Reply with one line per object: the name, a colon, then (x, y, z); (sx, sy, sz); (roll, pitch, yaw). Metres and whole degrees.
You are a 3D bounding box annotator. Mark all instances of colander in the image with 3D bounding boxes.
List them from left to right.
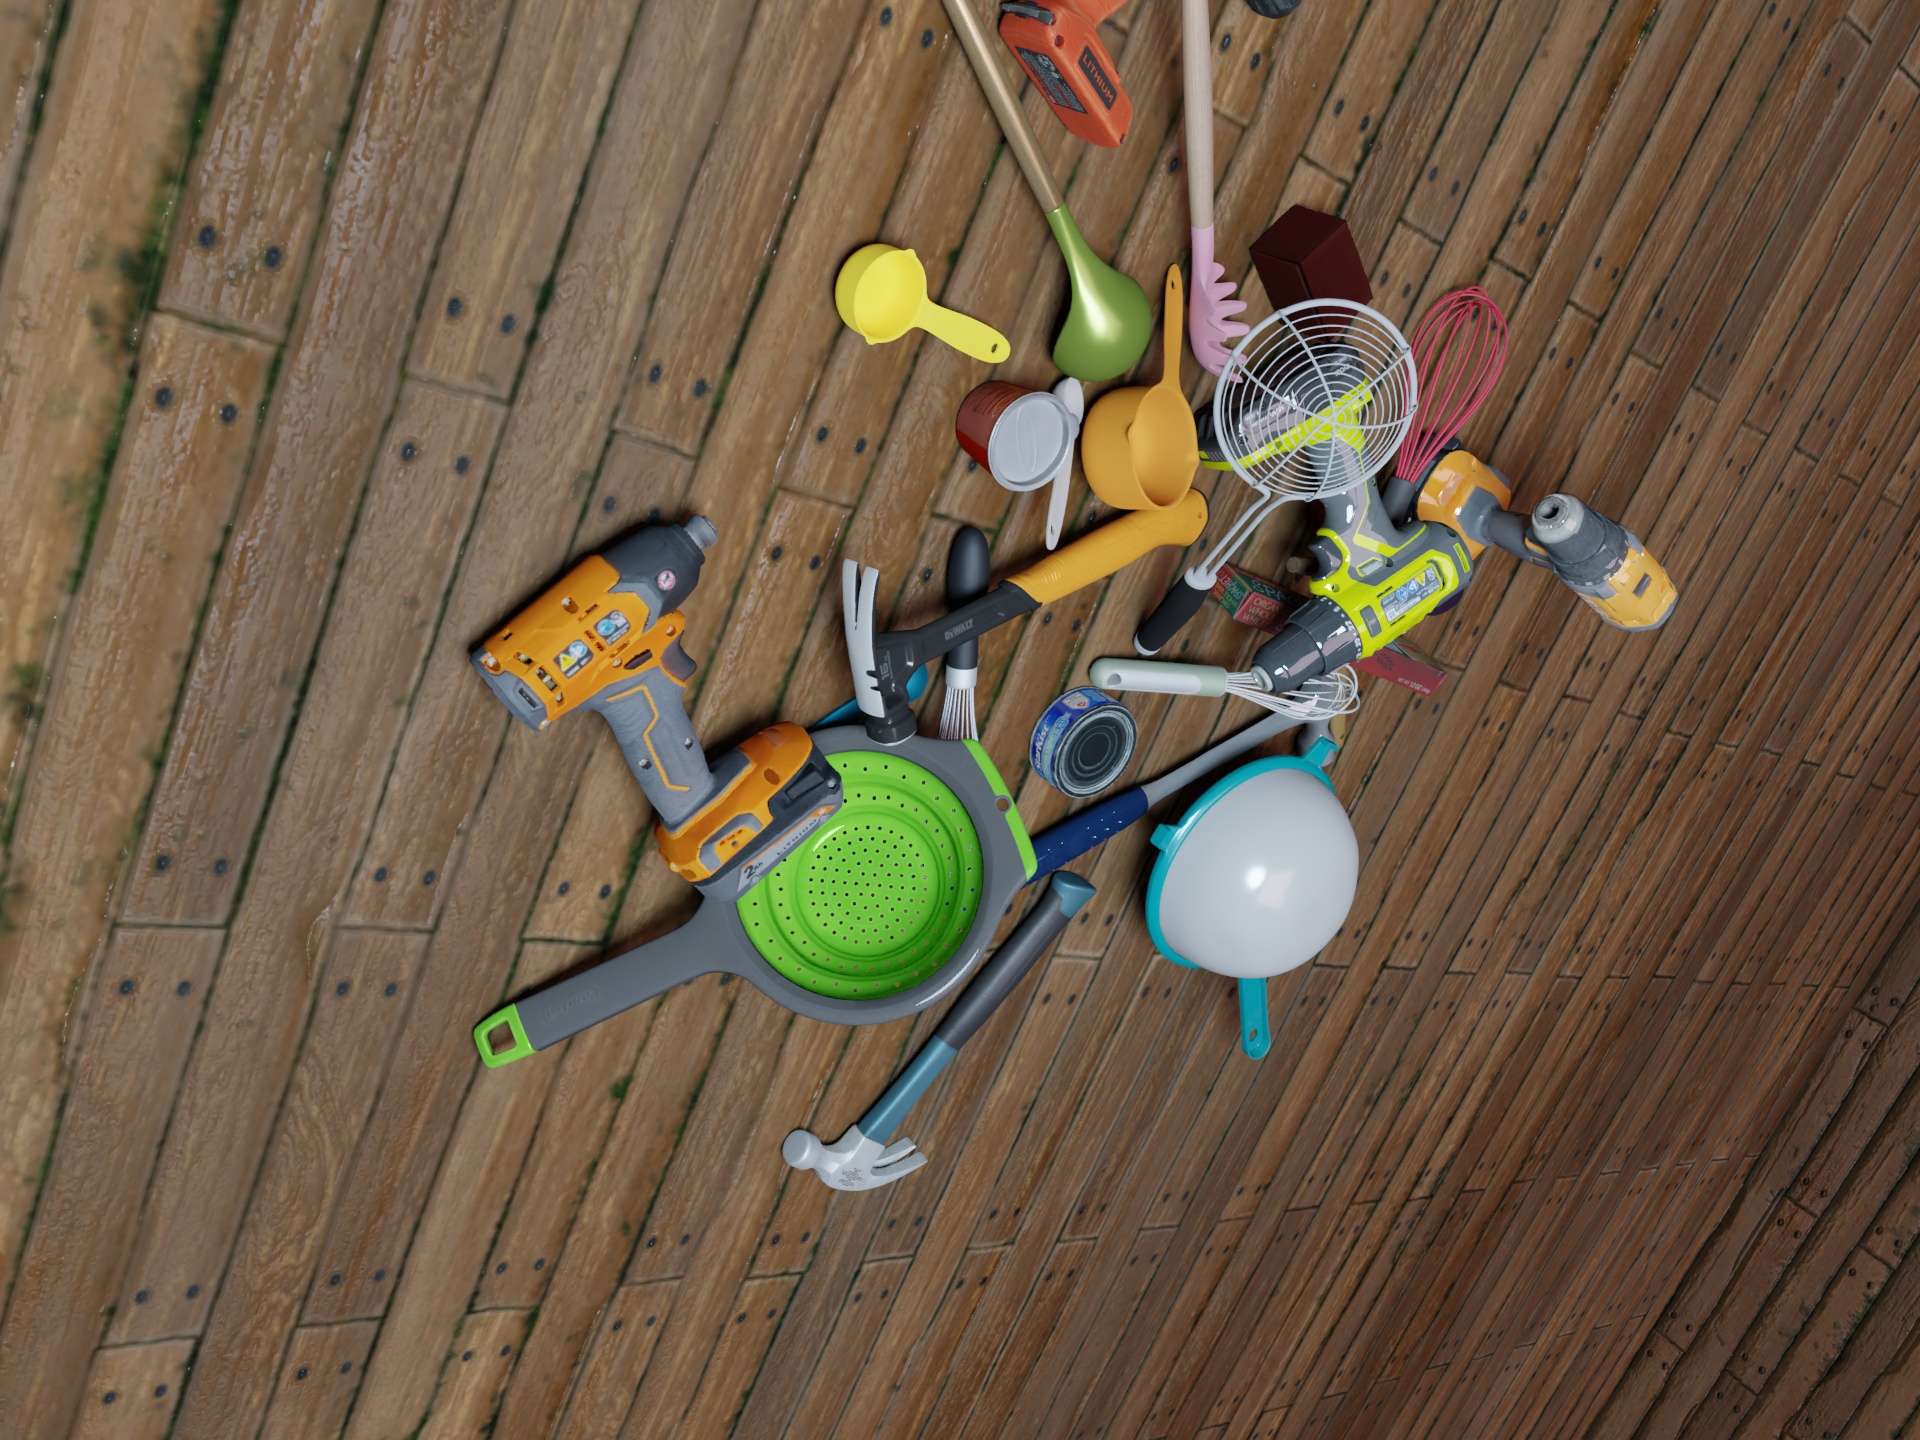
colander: (-0.143, 0.145, 1.114); (0.397, 0.204, 0.094); (-25, 169, -3)

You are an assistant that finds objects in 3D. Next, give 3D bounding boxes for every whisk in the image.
whisk: (-0.002, -0.004, 1.162); (0.070, 0.070, 0.284); (-11, 117, -33)
whisk: (0.216, -0.030, 1.285); (0.246, 0.059, 0.057); (3, 127, -21)
whisk: (0.364, -0.209, 1.280); (0.073, 0.073, 0.296); (21, 93, -43)

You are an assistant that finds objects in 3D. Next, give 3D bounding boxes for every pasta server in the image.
pasta server: (0.165, -0.349, 1.041); (0.315, 0.040, 0.060); (75, 25, -53)

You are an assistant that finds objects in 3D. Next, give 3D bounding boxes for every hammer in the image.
hammer: (-0.003, 0.259, 1.333); (0.331, 0.033, 0.128); (-50, 134, -1)
hammer: (0.057, -0.105, 1.120); (0.337, 0.034, 0.127); (-28, 124, -34)
hammer: (0.160, 0.057, 1.333); (0.405, 0.035, 0.144); (-27, 130, -22)

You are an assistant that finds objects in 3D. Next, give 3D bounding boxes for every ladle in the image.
ladle: (0.041, -0.347, 0.998); (0.078, 0.062, 0.319); (-40, 127, -10)
ladle: (0.327, -0.098, 1.373); (0.069, 0.031, 0.315); (-29, 132, -21)

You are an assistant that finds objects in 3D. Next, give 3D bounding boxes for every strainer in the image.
strainer: (0.275, 0.193, 1.379); (0.211, 0.095, 0.340); (-26, 128, -21)

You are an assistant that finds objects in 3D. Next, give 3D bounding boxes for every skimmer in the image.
skimmer: (0.193, -0.151, 1.110); (0.127, 0.363, 0.090); (12, 67, -9)

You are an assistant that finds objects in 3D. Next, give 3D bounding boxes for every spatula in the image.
spatula: (0.365, -0.122, 1.364); (0.315, 0.018, 0.059); (0, 111, -48)

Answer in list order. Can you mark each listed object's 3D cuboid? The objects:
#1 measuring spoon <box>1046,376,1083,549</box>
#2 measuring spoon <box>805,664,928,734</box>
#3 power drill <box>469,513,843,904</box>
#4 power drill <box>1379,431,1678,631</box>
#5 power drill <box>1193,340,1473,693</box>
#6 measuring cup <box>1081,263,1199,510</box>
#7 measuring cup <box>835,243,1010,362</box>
measuring spoon: (0.065, -0.177, 1.096); (0.034, 0.018, 0.124); (28, 69, -61)
measuring spoon: (-0.073, -0.002, 1.127); (0.128, 0.021, 0.042); (-37, 133, -13)
power drill: (-0.171, -0.011, 0.993); (0.164, 0.084, 0.226); (-42, 123, -9)
power drill: (0.449, -0.160, 1.288); (0.185, 0.226, 0.084); (25, 100, -44)
power drill: (0.267, -0.149, 1.199); (0.190, 0.080, 0.228); (-33, 108, -11)
measuring cup: (0.127, -0.234, 1.127); (0.095, 0.052, 0.173); (7, 87, -52)
measuring cup: (-0.022, -0.259, 1.014); (0.156, 0.029, 0.062); (9, 110, -53)
